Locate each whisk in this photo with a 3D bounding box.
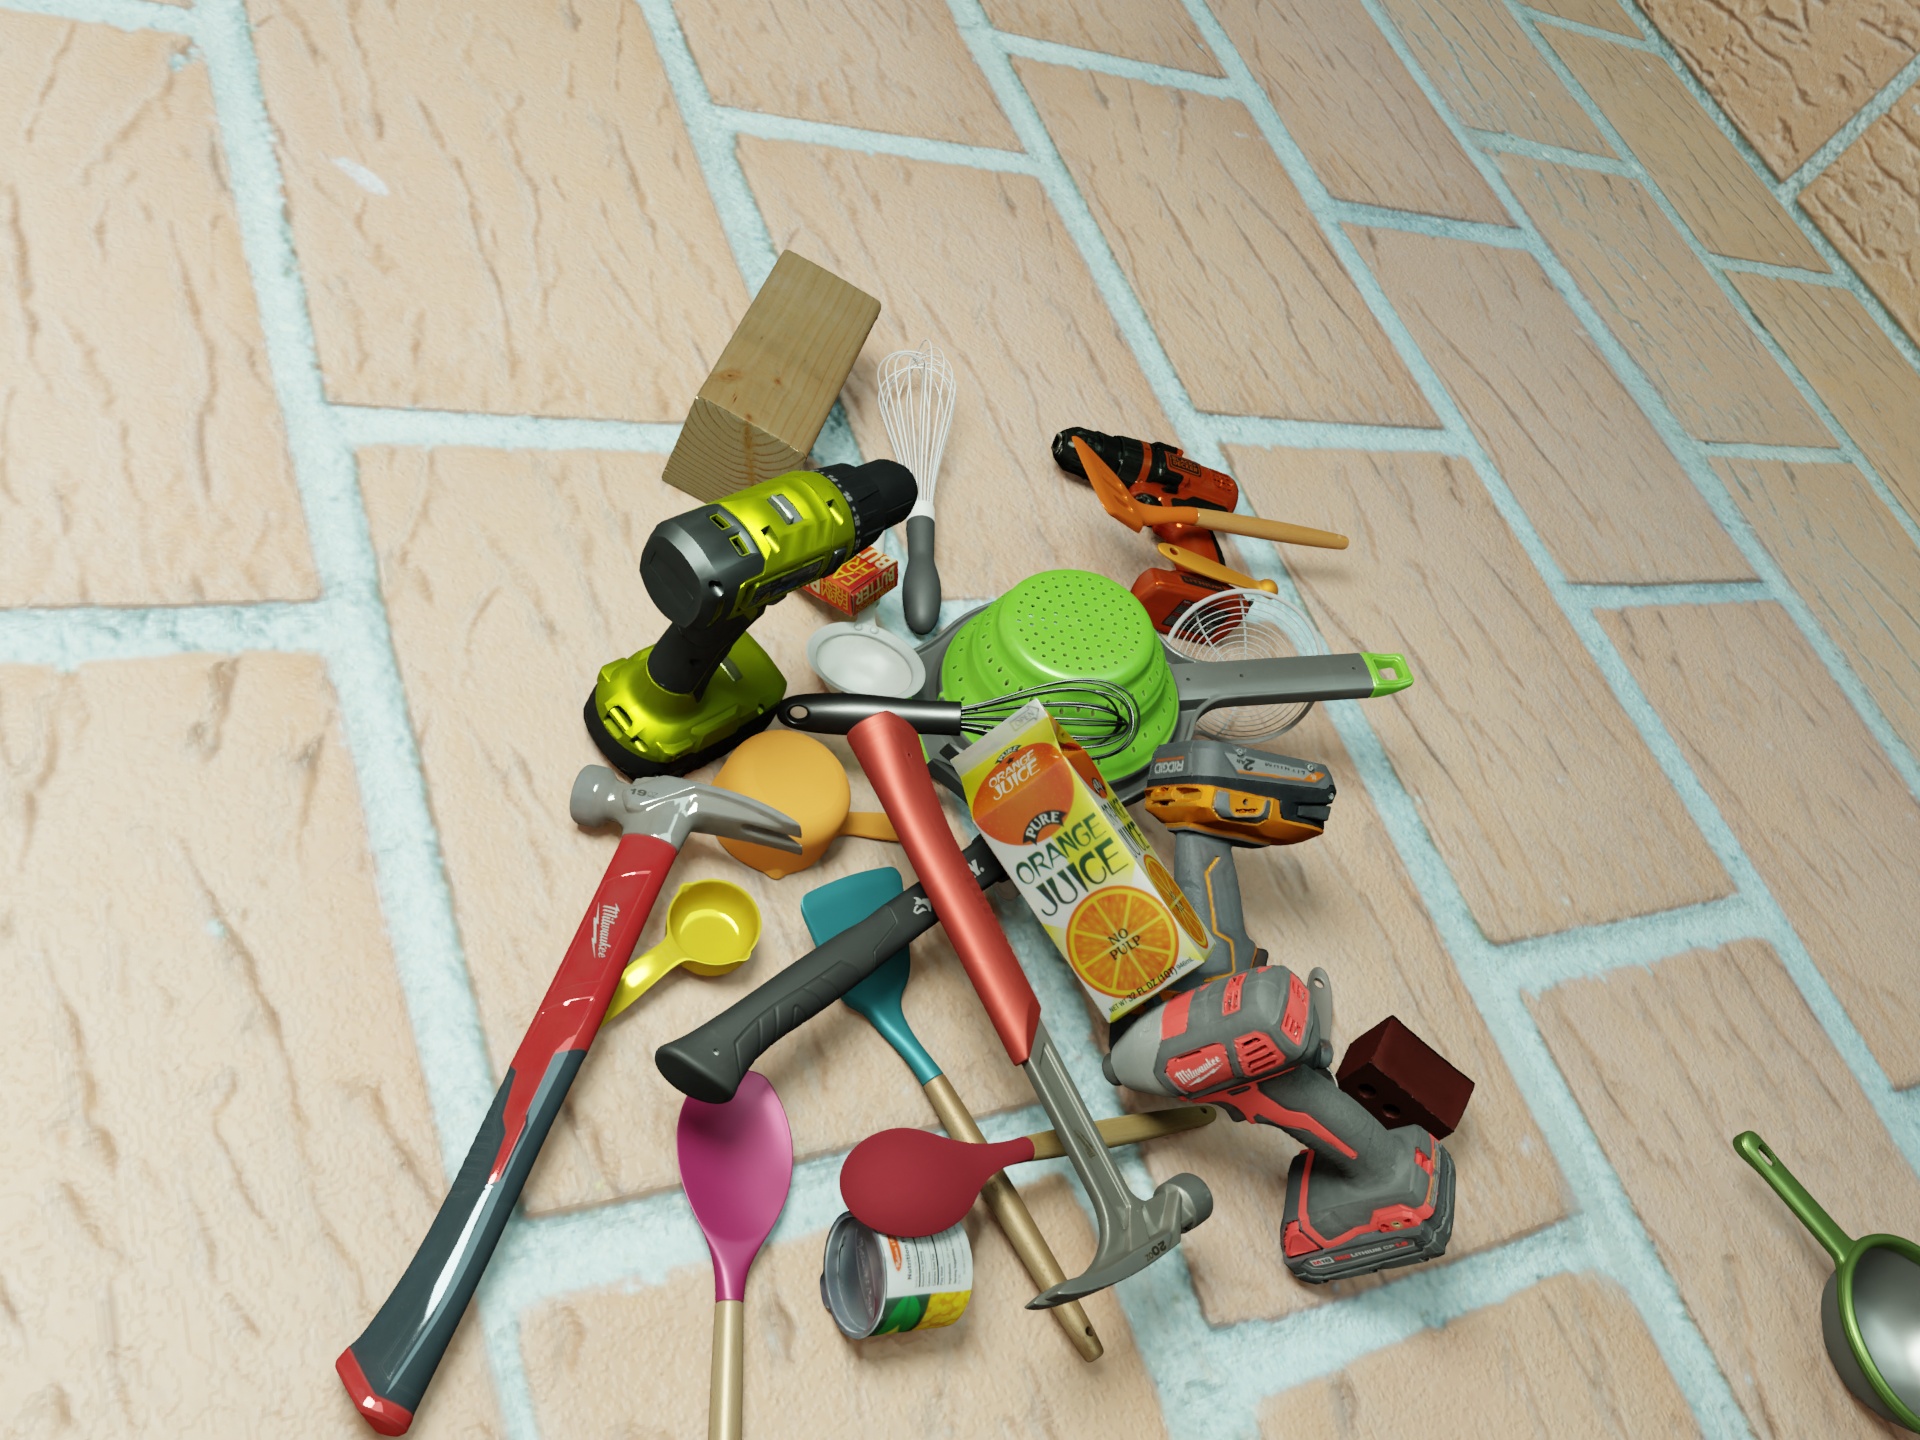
[{"bbox_3d":[-0.002,-0.004,1.044,0.239,0.055,0.055,2,53,-1],"label":"whisk"},{"bbox_3d":[-0.032,-0.187,1.260,0.070,0.070,0.285,13,57,-23],"label":"whisk"}]

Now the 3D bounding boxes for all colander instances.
[{"bbox_3d":[0.155,-0.046,1.154,0.397,0.094,0.205,-4,53,-12],"label":"colander"}]

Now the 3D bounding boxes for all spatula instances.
[{"bbox_3d":[0.217,-0.173,1.327,0.322,0.041,0.081,4,52,-35],"label":"spatula"},{"bbox_3d":[0.001,0.235,0.959,0.082,0.044,0.318,-14,62,-43],"label":"spatula"}]

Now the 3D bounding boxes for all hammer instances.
[{"bbox_3d":[-0.208,0.188,0.855,0.143,0.038,0.387,12,50,7],"label":"hammer"},{"bbox_3d":[-0.053,0.127,0.962,0.146,0.035,0.335,52,44,8],"label":"hammer"},{"bbox_3d":[0.017,0.156,0.938,0.149,0.036,0.359,-10,65,-47],"label":"hammer"}]

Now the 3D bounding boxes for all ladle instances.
[{"bbox_3d":[0.057,0.255,0.954,0.315,0.031,0.069,4,36,-45],"label":"ladle"}]

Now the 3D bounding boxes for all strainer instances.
[{"bbox_3d":[-0.068,-0.083,1.168,0.087,0.050,0.259,13,45,-12],"label":"strainer"},{"bbox_3d":[0.660,0.426,1.197,0.151,0.069,0.256,-27,73,-39],"label":"strainer"}]

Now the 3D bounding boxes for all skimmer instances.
[{"bbox_3d":[0.146,0.015,1.184,0.127,0.090,0.363,40,46,15],"label":"skimmer"}]

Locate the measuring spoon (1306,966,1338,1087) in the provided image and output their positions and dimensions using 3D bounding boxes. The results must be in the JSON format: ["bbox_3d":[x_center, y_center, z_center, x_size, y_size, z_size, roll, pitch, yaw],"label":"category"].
[{"bbox_3d":[0.254,0.227,1.146,0.034,0.018,0.124,23,41,-4],"label":"measuring spoon"}]

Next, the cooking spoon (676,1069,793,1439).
[{"bbox_3d":[-0.123,0.333,0.835,0.068,0.017,0.319,13,51,-22],"label":"cooking spoon"}]

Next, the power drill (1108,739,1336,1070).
[{"bbox_3d":[0.192,0.138,1.084,0.164,0.084,0.226,12,80,-24],"label":"power drill"}]

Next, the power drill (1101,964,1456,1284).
[{"bbox_3d":[0.196,0.249,0.985,0.219,0.143,0.079,47,38,-19],"label":"power drill"}]

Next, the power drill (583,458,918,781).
[{"bbox_3d":[-0.131,-0.068,0.985,0.190,0.228,0.080,-30,75,-42],"label":"power drill"}]

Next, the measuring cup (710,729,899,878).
[{"bbox_3d":[-0.077,0.054,1.047,0.173,0.052,0.095,7,53,-24],"label":"measuring cup"}]

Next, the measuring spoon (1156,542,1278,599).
[{"bbox_3d":[0.213,-0.125,1.304,0.116,0.011,0.021,18,47,-19],"label":"measuring spoon"}]

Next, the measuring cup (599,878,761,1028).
[{"bbox_3d":[-0.185,0.152,0.936,0.156,0.029,0.062,-36,74,-31],"label":"measuring cup"}]
